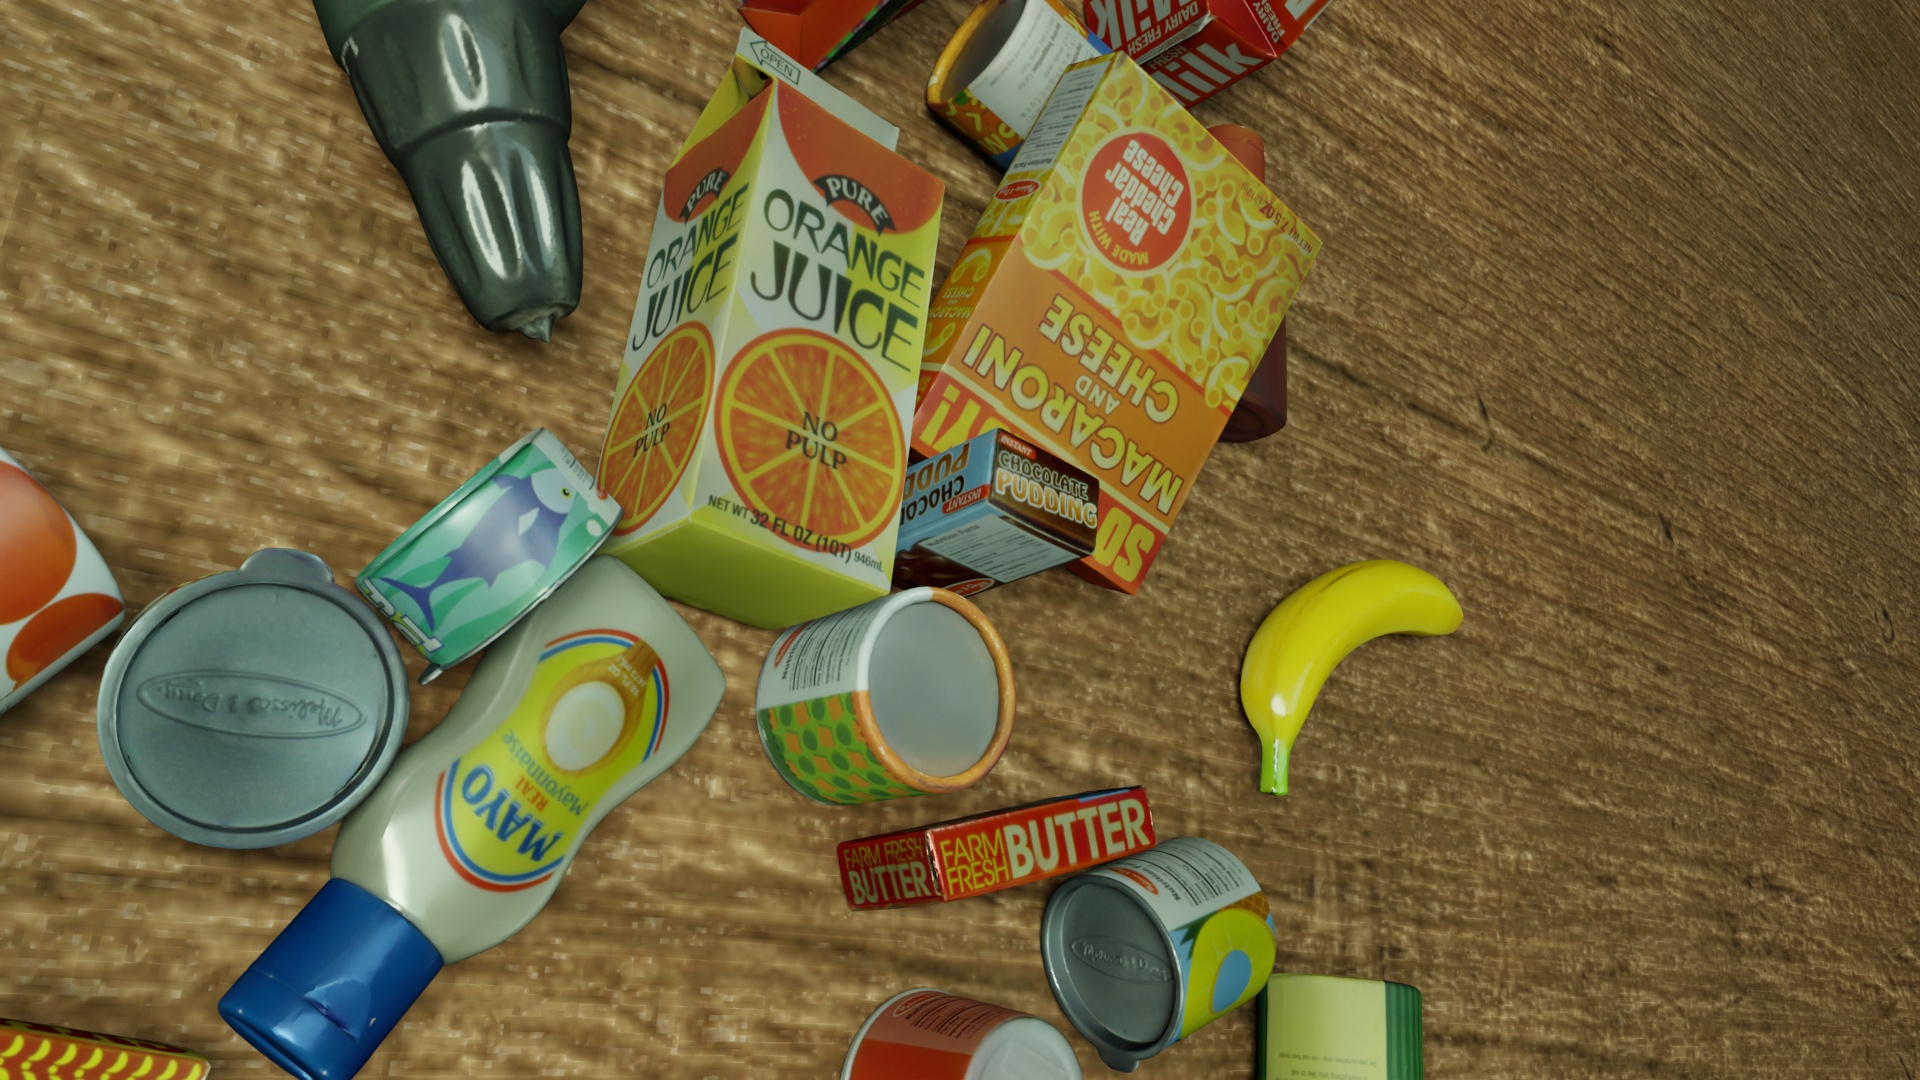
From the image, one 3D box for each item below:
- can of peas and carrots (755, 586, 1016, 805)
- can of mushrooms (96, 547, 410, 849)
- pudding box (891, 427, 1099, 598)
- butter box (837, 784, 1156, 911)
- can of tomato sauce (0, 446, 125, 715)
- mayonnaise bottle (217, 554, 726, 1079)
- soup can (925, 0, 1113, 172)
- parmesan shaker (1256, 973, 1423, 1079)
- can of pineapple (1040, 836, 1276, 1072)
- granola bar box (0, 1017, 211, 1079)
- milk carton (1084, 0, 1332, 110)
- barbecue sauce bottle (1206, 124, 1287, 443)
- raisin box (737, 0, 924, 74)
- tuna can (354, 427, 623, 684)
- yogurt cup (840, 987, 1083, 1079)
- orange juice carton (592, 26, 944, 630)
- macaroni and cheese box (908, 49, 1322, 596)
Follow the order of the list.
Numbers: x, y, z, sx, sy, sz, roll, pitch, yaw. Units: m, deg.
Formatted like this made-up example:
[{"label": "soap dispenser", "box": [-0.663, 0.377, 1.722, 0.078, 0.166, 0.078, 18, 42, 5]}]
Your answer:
[{"label": "can of peas and carrots", "box": [-0.022, 0.054, 0.458, 0.071, 0.058, 0.071, 13, 70, -38]}, {"label": "can of mushrooms", "box": [-0.172, 0.037, 0.340, 0.071, 0.033, 0.071, 1, 89, -32]}, {"label": "pudding box", "box": [0.002, -0.006, 0.481, 0.049, 0.083, 0.030, 24, 61, -33]}, {"label": "butter box", "box": [0.014, 0.105, 0.478, 0.104, 0.053, 0.024, -2, 77, -42]}, {"label": "can of tomato sauce", "box": [-0.230, 0.018, 0.281, 0.071, 0.071, 0.083, 52, 49, -17]}, {"label": "mayonnaise bottle", "box": [-0.127, 0.073, 0.372, 0.064, 0.041, 0.149, 52, 50, -21]}, {"label": "soup can", "box": [0.036, -0.181, 0.577, 0.083, 0.071, 0.071, 33, 58, -29]}, {"label": "parmesan shaker", "box": [0.153, 0.229, 0.551, 0.071, 0.071, 0.103, 22, 63, -35]}, {"label": "can of pineapple", "box": [0.072, 0.149, 0.509, 0.058, 0.071, 0.071, -8, 83, -42]}, {"label": "granola bar box", "box": [-0.248, 0.142, 0.249, 0.165, 0.039, 0.124, 26, 62, -33]}, {"label": "milk carton", "box": [0.127, -0.268, 0.676, 0.073, 0.072, 0.191, 54, 50, -16]}, {"label": "barbecue sauce bottle", "box": [0.124, -0.123, 0.650, 0.065, 0.043, 0.149, 21, 64, -36]}, {"label": "raisin box", "box": [-0.017, -0.233, 0.530, 0.040, 0.086, 0.124, 51, 51, -12]}, {"label": "tuna can", "box": [-0.129, 0.003, 0.376, 0.032, 0.071, 0.071, 51, 51, -17]}, {"label": "yogurt cup", "box": [0.003, 0.180, 0.446, 0.072, 0.054, 0.072, 14, 68, -39]}, {"label": "orange juice carton", "box": [-0.059, -0.075, 0.455, 0.072, 0.073, 0.193, 23, 63, -34]}, {"label": "macaroni and cheese box", "box": [0.055, -0.080, 0.538, 0.123, 0.040, 0.166, 33, 81, -28]}]
